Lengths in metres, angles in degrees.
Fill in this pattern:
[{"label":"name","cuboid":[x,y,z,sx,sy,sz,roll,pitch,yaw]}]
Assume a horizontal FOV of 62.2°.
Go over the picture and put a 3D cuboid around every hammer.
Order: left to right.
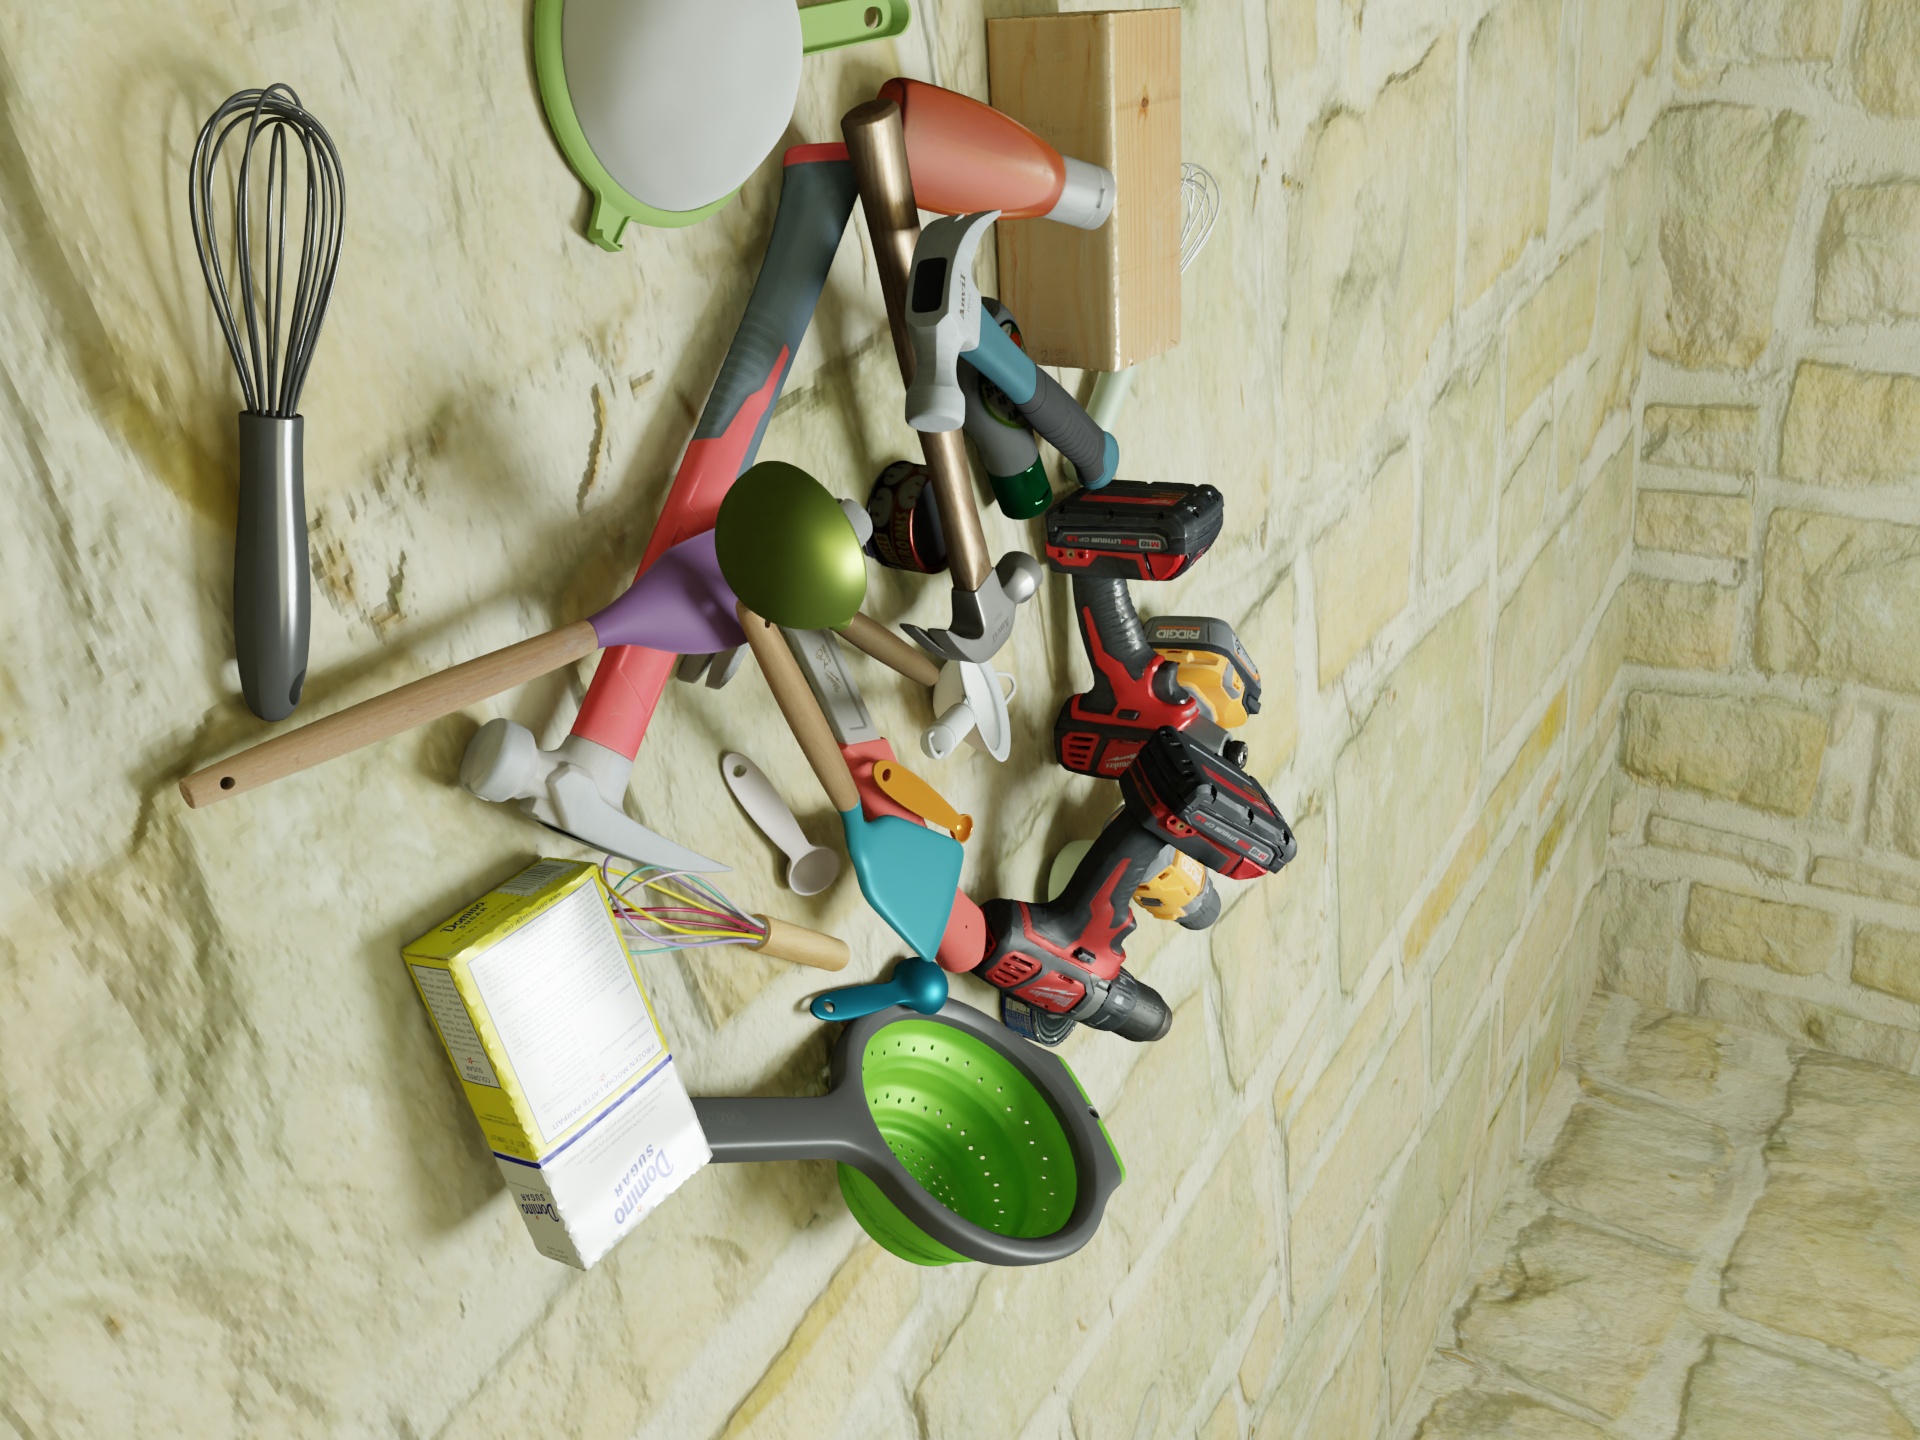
[{"label":"hammer","cuboid":[-0.112,-0.117,0.802,0.143,0.038,0.386,31,72,-38]},{"label":"hammer","cuboid":[-0.055,0.046,0.979,0.149,0.037,0.358,-54,141,-31]},{"label":"hammer","cuboid":[-0.016,-0.174,0.889,0.130,0.031,0.331,-56,143,-43]},{"label":"hammer","cuboid":[0.040,-0.194,0.933,0.331,0.033,0.128,17,74,-69]}]

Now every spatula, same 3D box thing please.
[{"label":"spatula","cuboid":[-0.185,-0.027,0.702,0.316,0.018,0.059,-27,115,-40]},{"label":"spatula","cuboid":[-0.058,0.030,0.867,0.317,0.044,0.082,69,33,-55]}]

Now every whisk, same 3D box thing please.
[{"label":"whisk","cuboid":[-0.258,-0.112,0.596,0.055,0.055,0.239,-18,120,-54]},{"label":"whisk","cuboid":[-0.124,0.118,0.888,0.244,0.047,0.051,33,64,-61]},{"label":"whisk","cuboid":[0.124,-0.283,1.132,0.057,0.059,0.246,32,78,-74]}]

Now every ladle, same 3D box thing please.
[{"label":"ladle","cuboid":[-0.047,-0.057,0.815,0.062,0.078,0.320,-49,165,3]}]

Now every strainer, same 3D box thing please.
[{"label":"strainer","cuboid":[-0.086,-0.325,0.763,0.256,0.069,0.151,-37,130,-44]},{"label":"strainer","cuboid":[-0.002,-0.003,0.973,0.258,0.050,0.087,-47,118,-80]}]

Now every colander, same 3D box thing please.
[{"label":"colander","cuboid":[-0.071,0.271,0.980,0.396,0.205,0.094,12,126,-43]}]

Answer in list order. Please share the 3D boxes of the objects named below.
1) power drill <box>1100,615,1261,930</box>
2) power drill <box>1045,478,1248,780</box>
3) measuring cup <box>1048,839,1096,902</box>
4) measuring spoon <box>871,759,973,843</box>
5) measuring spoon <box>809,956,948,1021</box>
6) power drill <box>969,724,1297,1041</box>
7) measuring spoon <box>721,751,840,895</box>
[{"label":"power drill","cuboid":[0.183,0.052,1.282,0.185,0.084,0.226,44,55,-55]},{"label":"power drill","cuboid":[0.134,-0.055,1.139,0.078,0.143,0.219,-39,130,-52]},{"label":"measuring cup","cuboid":[0.111,0.102,1.265,0.168,0.038,0.083,-61,143,-44]},{"label":"measuring spoon","cuboid":[-0.025,0.049,0.987,0.116,0.011,0.021,39,69,-51]},{"label":"measuring spoon","cuboid":[-0.048,0.174,1.028,0.021,0.042,0.128,-43,156,29]},{"label":"power drill","cuboid":[0.133,0.132,1.133,0.187,0.080,0.226,31,111,-30]},{"label":"measuring spoon","cuboid":[-0.108,0.057,0.923,0.034,0.018,0.124,-37,131,-8]}]
